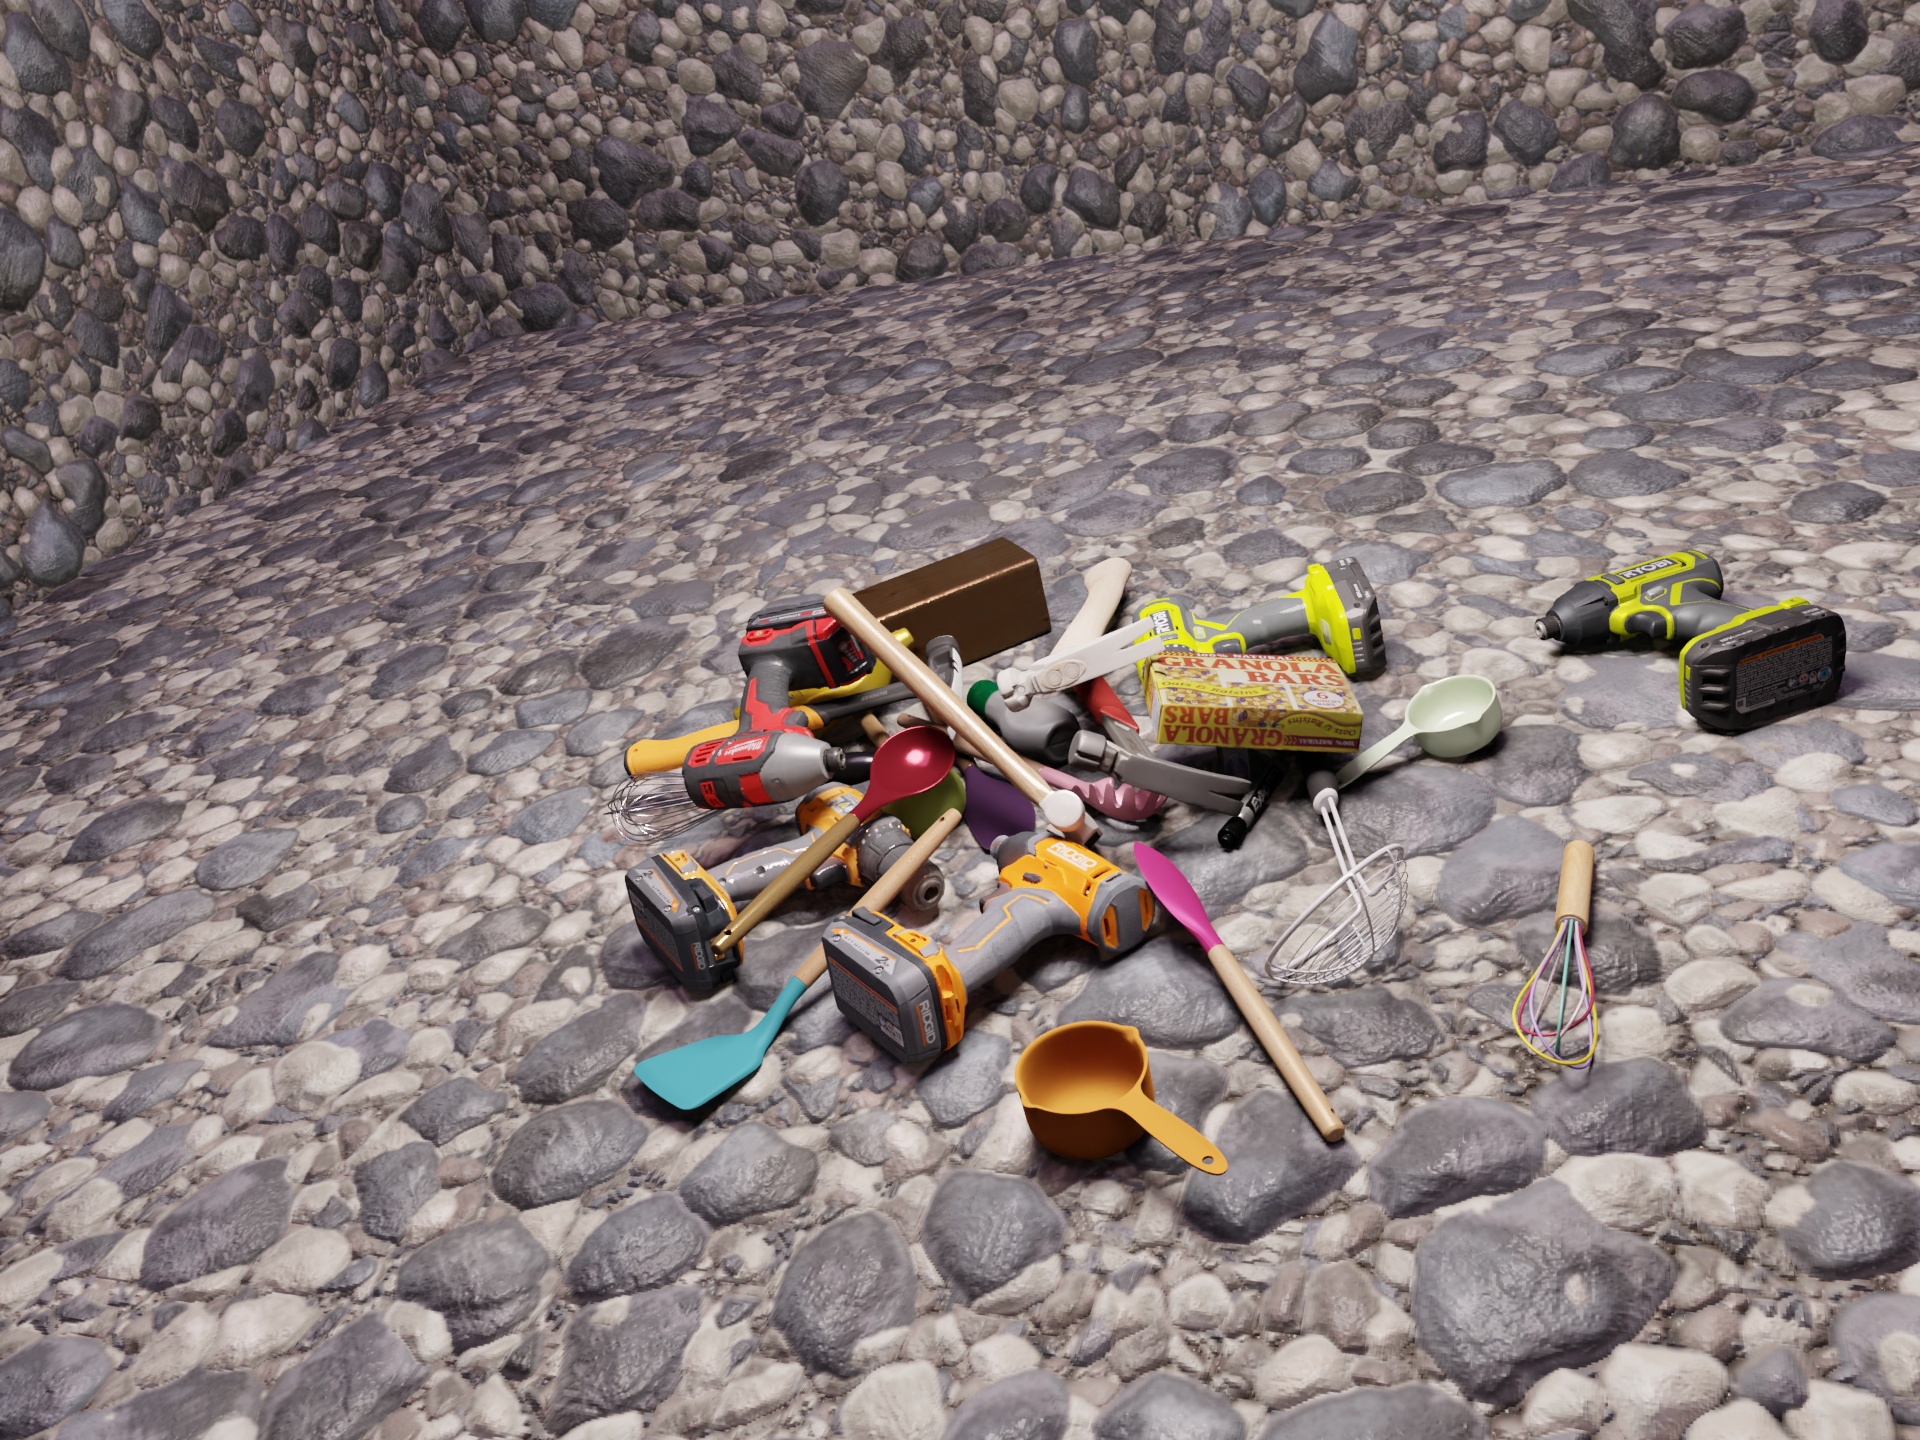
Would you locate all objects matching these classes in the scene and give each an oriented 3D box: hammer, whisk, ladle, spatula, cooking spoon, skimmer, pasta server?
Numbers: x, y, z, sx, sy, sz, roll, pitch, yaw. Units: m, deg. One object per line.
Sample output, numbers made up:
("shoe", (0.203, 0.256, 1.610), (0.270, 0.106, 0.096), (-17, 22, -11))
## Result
("hammer", (0.142, -0.005, 1.428), (0.149, 0.036, 0.359), (16, 14, -11))
("whisk", (-0.200, 0.063, 1.460), (0.284, 0.070, 0.070), (-11, 27, 18))
("hammer", (0.139, -0.106, 1.541), (0.146, 0.038, 0.411), (-22, 12, 18))
("ladle", (-0.100, 0.094, 1.281), (0.069, 0.031, 0.315), (20, 38, 23))
("hammer", (-0.002, -0.004, 1.354), (0.031, 0.130, 0.331), (-45, 65, -3))
("spatula", (-0.109, 0.175, 1.212), (0.317, 0.044, 0.082), (-47, 36, -21))
("spatula", (0.006, 0.035, 1.489), (0.060, 0.018, 0.316), (-19, 29, -7))
("ladle", (-0.070, 0.030, 1.522), (0.078, 0.062, 0.320), (-24, 22, -9))
("whisk", (0.408, 0.149, 1.074), (0.047, 0.051, 0.245), (-5, 25, 27))
("cooking spoon", (0.191, 0.178, 1.115), (0.017, 0.068, 0.319), (-49, 31, 14))
("hammer", (-0.160, 0.006, 1.493), (0.337, 0.034, 0.127), (-15, 35, 10))
("skimmer", (0.267, 0.076, 1.214), (0.127, 0.090, 0.363), (-53, 13, 23))
("pasta server", (0.056, 0.033, 1.426), (0.316, 0.040, 0.060), (20, 20, 41))

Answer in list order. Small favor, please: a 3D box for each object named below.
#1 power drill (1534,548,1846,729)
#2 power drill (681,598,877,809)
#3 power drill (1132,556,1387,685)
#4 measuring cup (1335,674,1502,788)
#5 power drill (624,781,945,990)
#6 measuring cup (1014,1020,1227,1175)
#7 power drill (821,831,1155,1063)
("power drill", (0.618, -0.075, 1.359), (0.171, 0.080, 0.223), (-17, 24, -8))
("power drill", (-0.151, -0.012, 1.418), (0.143, 0.078, 0.220), (-8, 39, 20))
("power drill", (0.278, -0.073, 1.506), (0.228, 0.080, 0.191), (-13, 26, 8))
("measuring cup", (0.380, 0.024, 1.335), (0.167, 0.038, 0.083), (-34, 27, -2))
("power drill", (-0.138, 0.137, 1.308), (0.226, 0.084, 0.185), (-23, 31, -26))
("measuring cup", (0.107, 0.256, 1.003), (0.095, 0.052, 0.174), (-29, 33, -26))
("power drill", (0.012, 0.155, 1.204), (0.226, 0.084, 0.164), (-24, 29, -28))
